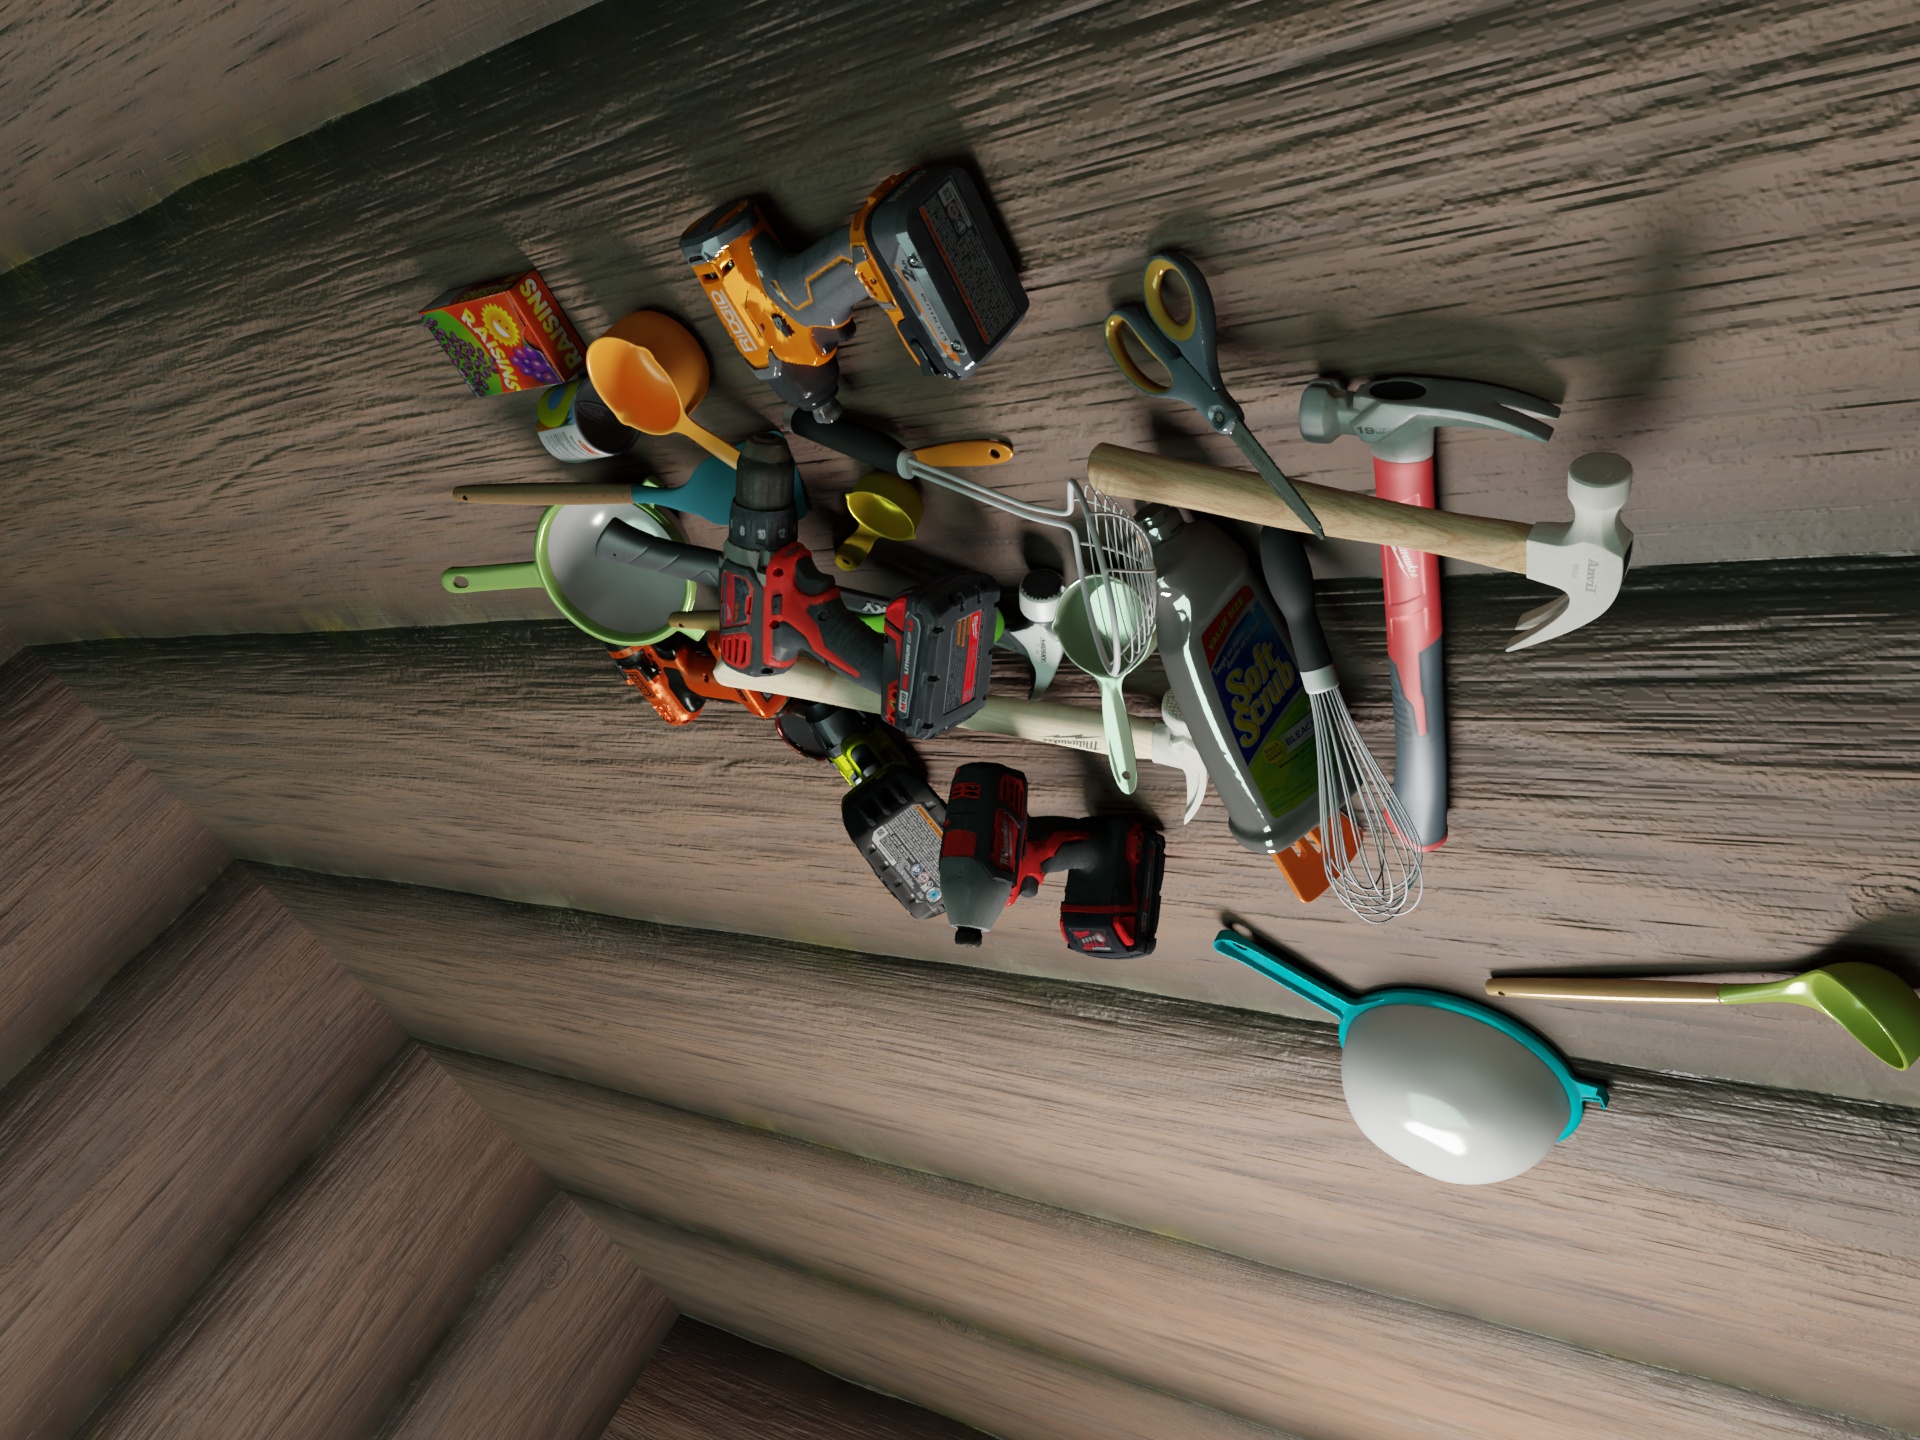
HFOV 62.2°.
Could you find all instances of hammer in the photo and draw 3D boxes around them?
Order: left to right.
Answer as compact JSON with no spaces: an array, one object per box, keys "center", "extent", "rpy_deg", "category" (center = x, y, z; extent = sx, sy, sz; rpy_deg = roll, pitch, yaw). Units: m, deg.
[{"center":[-0.110,-0.100,1.280],"extent":[0.409,0.036,0.149],"rpy_deg":[14,144,15],"category":"hammer"},{"center":[-0.002,-0.004,1.277],"extent":[0.411,0.038,0.146],"rpy_deg":[10,146,15],"category":"hammer"},{"center":[0.223,-0.121,0.941],"extent":[0.331,0.031,0.129],"rpy_deg":[17,143,32],"category":"hammer"},{"center":[0.308,-0.049,1.025],"extent":[0.143,0.038,0.385],"rpy_deg":[11,140,29],"category":"hammer"}]

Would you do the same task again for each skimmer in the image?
[{"center":[-0.011,-0.142,1.084],"extent":[0.364,0.090,0.127],"rpy_deg":[27,146,33],"category":"skimmer"}]

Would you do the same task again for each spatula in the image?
[{"center":[-0.281,-0.190,1.302],"extent":[0.317,0.044,0.082],"rpy_deg":[4,132,23],"category":"spatula"},{"center":[0.202,-0.011,1.156],"extent":[0.041,0.081,0.322],"rpy_deg":[9,135,54],"category":"spatula"}]

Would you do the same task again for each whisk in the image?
[{"center":[0.249,0.001,1.059],"extent":[0.070,0.070,0.284],"rpy_deg":[-9,103,47],"category":"whisk"}]

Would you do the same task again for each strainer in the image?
[{"center":[-0.339,-0.143,1.407],"extent":[0.256,0.069,0.151],"rpy_deg":[-2,119,21],"category":"strainer"},{"center":[0.356,0.298,1.361],"extent":[0.340,0.095,0.210],"rpy_deg":[30,146,6],"category":"strainer"}]

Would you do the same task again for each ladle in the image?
[{"center":[0.518,0.205,1.141],"extent":[0.320,0.062,0.078],"rpy_deg":[-9,127,50],"category":"ladle"}]

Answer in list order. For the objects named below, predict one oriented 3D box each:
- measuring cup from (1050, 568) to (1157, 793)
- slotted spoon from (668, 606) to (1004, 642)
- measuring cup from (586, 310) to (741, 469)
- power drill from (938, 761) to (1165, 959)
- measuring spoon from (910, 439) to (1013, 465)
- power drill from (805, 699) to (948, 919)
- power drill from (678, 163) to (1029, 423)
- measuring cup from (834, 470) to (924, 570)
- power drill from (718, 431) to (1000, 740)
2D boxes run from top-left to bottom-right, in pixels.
[{"center":[0.117,-0.030,1.162],"extent":[0.083,0.038,0.167],"rpy_deg":[0,109,31],"category":"measuring cup"},{"center":[-0.109,-0.077,1.258],"extent":[0.314,0.031,0.070],"rpy_deg":[3,139,31],"category":"slotted spoon"},{"center":[-0.201,-0.244,1.218],"extent":[0.173,0.052,0.095],"rpy_deg":[35,147,-4],"category":"measuring cup"},{"center":[0.069,0.126,1.290],"extent":[0.078,0.143,0.219],"rpy_deg":[-6,160,43],"category":"power drill"},{"center":[-0.010,-0.190,1.152],"extent":[0.117,0.011,0.021],"rpy_deg":[3,135,39],"category":"measuring spoon"},{"center":[-0.066,0.059,1.365],"extent":[0.171,0.080,0.223],"rpy_deg":[54,180,-28],"category":"power drill"},{"center":[-0.069,-0.271,1.046],"extent":[0.227,0.084,0.164],"rpy_deg":[6,137,43],"category":"power drill"},{"center":[-0.070,-0.153,1.247],"extent":[0.062,0.029,0.156],"rpy_deg":[31,159,-9],"category":"measuring cup"},{"center":[-0.086,-0.099,1.167],"extent":[0.227,0.080,0.187],"rpy_deg":[22,121,29],"category":"power drill"}]
